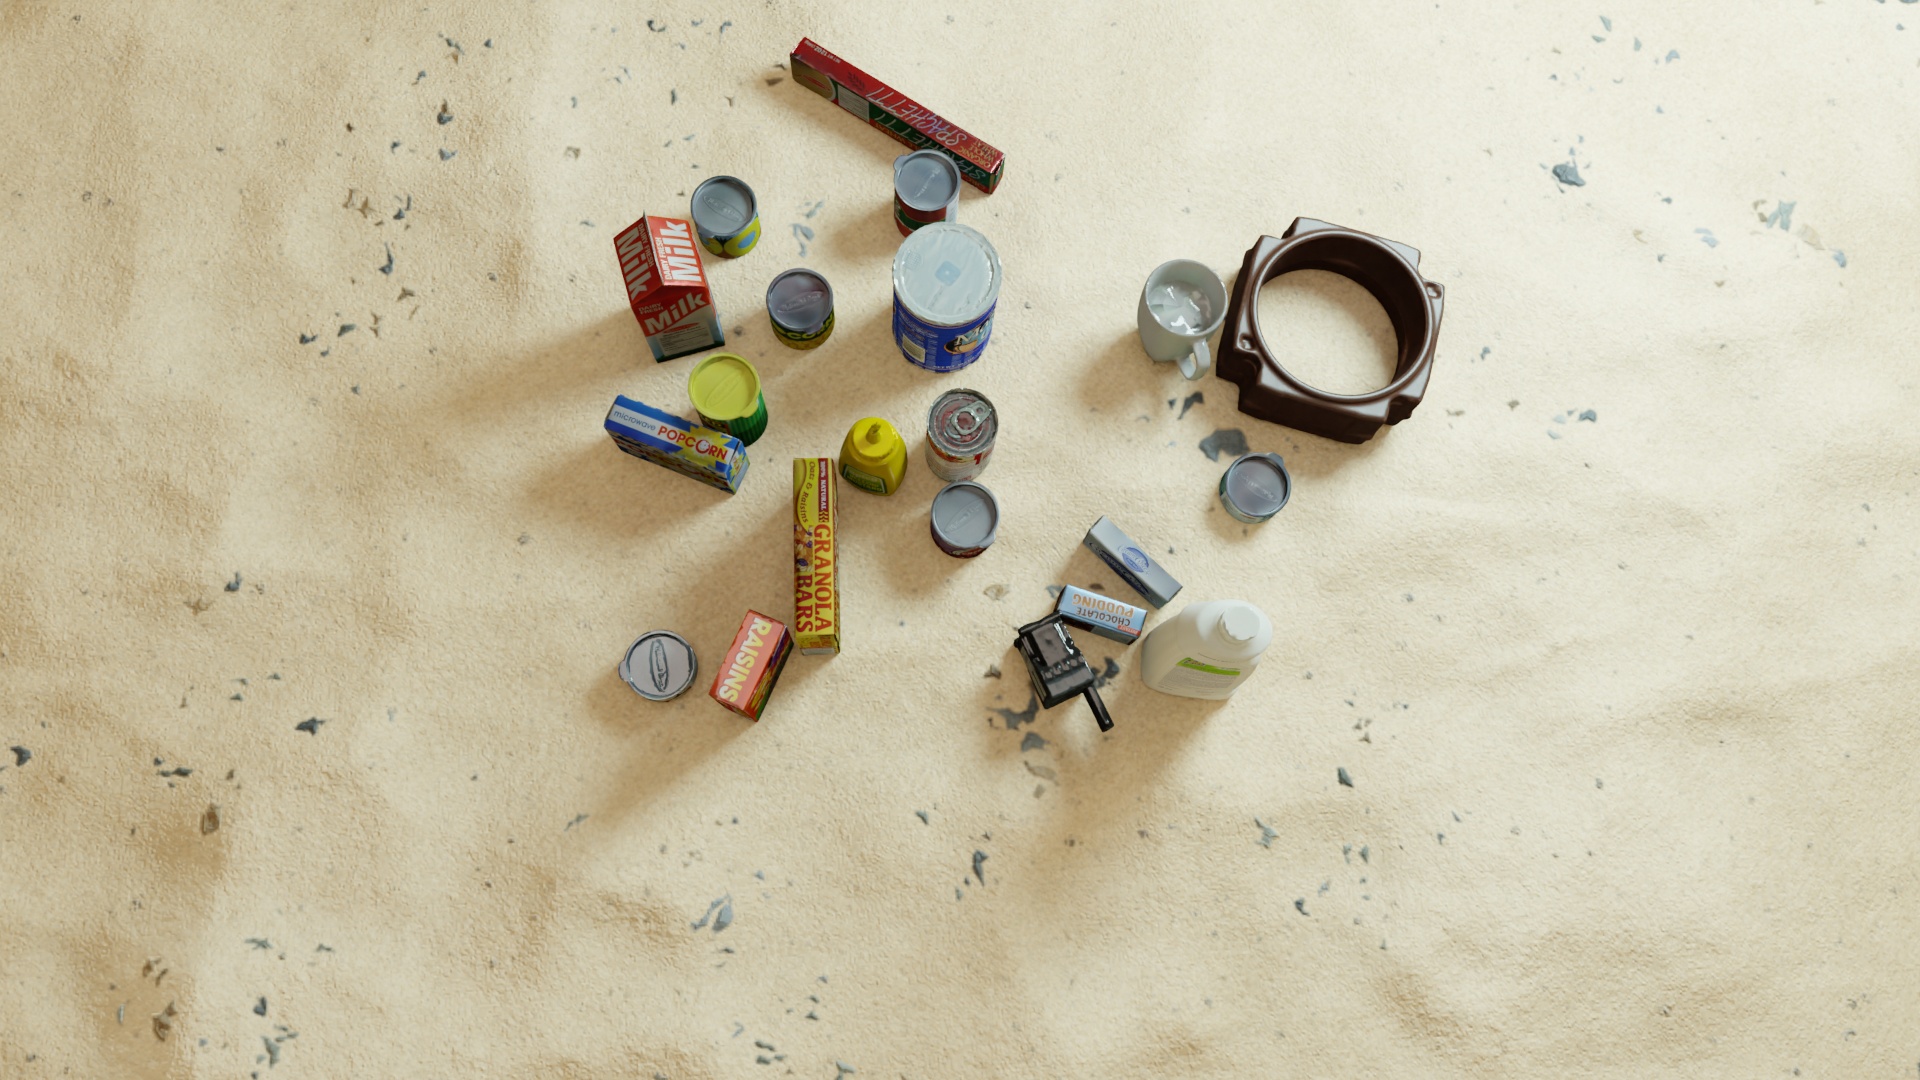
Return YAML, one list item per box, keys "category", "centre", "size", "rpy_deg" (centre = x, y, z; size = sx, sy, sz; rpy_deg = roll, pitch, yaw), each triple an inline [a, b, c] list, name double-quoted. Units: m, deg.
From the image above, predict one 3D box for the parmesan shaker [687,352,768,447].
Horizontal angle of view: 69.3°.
- category: "parmesan shaker"
  centre: [-0.220, -0.130, 1.336]
  size: [0.071, 0.103, 0.071]
  rpy_deg: [1, 77, -3]

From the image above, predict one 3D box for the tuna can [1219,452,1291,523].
- category: "tuna can"
  centre: [0.294, -0.054, 1.381]
  size: [0.071, 0.032, 0.071]
  rpy_deg: [1, 77, -3]

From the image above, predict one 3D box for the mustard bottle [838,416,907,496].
- category: "mustard bottle"
  centre: [-0.083, -0.083, 1.303]
  size: [0.065, 0.160, 0.049]
  rpy_deg: [21, 77, 2]

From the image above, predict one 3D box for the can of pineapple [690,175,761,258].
- category: "can of pineapple"
  centre: [-0.238, -0.325, 1.403]
  size: [0.071, 0.057, 0.071]
  rpy_deg: [1, 77, -3]

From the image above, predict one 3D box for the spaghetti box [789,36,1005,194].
- category: "spaghetti box"
  centre: [-0.065, -0.440, 1.443]
  size: [0.250, 0.050, 0.029]
  rpy_deg: [31, 78, 4]

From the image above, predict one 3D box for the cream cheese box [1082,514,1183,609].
- category: "cream cheese box"
  centre: [0.166, 0.023, 1.346]
  size: [0.104, 0.053, 0.024]
  rpy_deg: [42, 79, 7]

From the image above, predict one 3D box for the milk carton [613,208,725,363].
- category: "milk carton"
  centre: [-0.276, -0.240, 1.313]
  size: [0.073, 0.190, 0.072]
  rpy_deg: [-16, 79, -6]

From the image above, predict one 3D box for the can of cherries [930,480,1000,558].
- category: "can of cherries"
  centre: [0.005, -0.017, 1.344]
  size: [0.071, 0.058, 0.071]
  rpy_deg: [1, 77, -3]

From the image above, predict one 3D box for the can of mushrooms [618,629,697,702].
- category: "can of mushrooms"
  centre: [-0.284, 0.119, 1.310]
  size: [0.071, 0.033, 0.071]
  rpy_deg: [1, 77, -3]

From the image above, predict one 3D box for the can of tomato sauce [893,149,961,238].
- category: "can of tomato sauce"
  centre: [-0.036, -0.347, 1.406]
  size: [0.071, 0.083, 0.071]
  rpy_deg: [1, 77, -3]

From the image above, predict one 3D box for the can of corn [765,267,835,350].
- category: "can of corn"
  centre: [-0.157, -0.228, 1.385]
  size: [0.071, 0.058, 0.071]
  rpy_deg: [1, 77, -3]

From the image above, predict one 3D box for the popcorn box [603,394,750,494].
- category: "popcorn box"
  centre: [-0.271, -0.091, 1.333]
  size: [0.127, 0.085, 0.038]
  rpy_deg: [21, 77, 2]

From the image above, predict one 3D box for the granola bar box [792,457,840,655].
- category: "granola bar box"
  centre: [-0.133, 0.017, 1.295]
  size: [0.039, 0.124, 0.166]
  rpy_deg: [-1, 77, -3]

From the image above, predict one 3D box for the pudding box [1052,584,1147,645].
- category: "pudding box"
  centre: [0.133, 0.072, 1.335]
  size: [0.084, 0.049, 0.030]
  rpy_deg: [18, 77, 1]

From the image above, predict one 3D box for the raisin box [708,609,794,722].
- category: "raisin box"
  centre: [-0.189, 0.117, 1.270]
  size: [0.040, 0.123, 0.086]
  rpy_deg: [24, 77, 3]
